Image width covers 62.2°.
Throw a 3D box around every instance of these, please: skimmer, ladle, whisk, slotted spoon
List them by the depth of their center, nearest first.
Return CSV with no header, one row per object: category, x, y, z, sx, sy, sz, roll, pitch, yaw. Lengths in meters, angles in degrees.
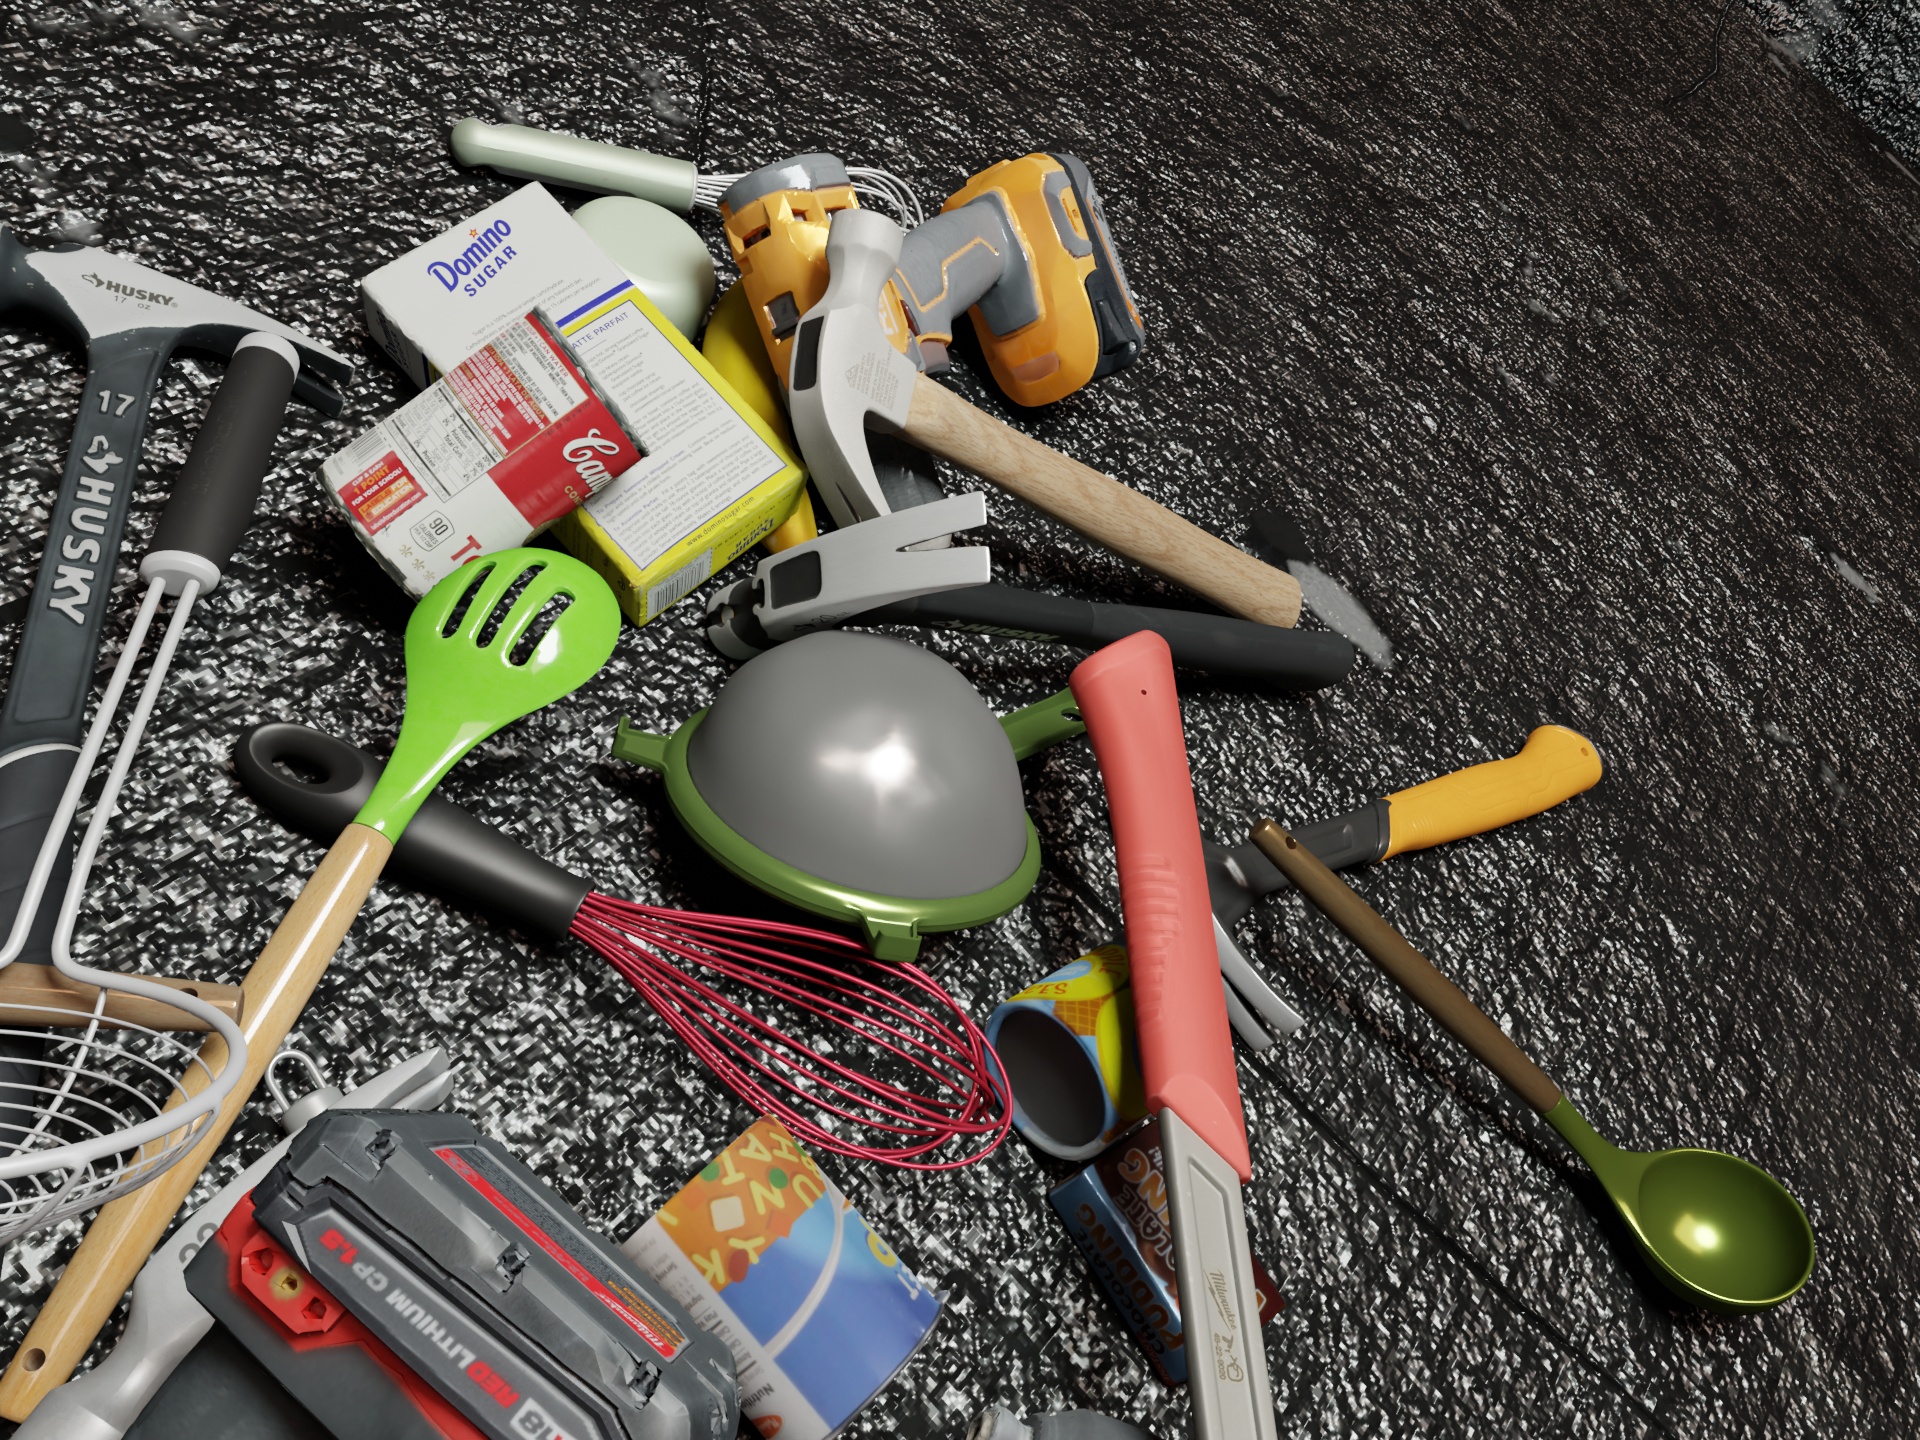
skimmer,-0.237,-0.020,0.445,0.127,0.090,0.364,8,47,-13
slotted spoon,-0.194,0.058,0.494,0.070,0.031,0.314,19,58,6
whisk,-0.114,0.075,0.550,0.296,0.073,0.073,27,47,-4
ladle,0.250,0.147,0.698,0.320,0.062,0.078,43,47,-9
whisk,-0.130,-0.266,0.802,0.246,0.059,0.058,3,19,-26

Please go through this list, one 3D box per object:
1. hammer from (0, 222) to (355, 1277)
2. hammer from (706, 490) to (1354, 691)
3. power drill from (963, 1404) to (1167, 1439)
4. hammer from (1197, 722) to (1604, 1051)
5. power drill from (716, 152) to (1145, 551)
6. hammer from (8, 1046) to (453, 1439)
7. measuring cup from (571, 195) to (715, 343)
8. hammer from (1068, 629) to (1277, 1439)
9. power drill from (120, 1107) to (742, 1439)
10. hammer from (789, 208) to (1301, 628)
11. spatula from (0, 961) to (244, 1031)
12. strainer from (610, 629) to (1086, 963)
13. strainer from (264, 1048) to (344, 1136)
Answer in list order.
hammer,-0.287,0.000,0.507,0.149,0.036,0.409,11,53,-28
hammer,0.066,-0.044,0.716,0.334,0.146,0.035,5,76,-40
power drill,0.047,0.319,0.455,0.164,0.084,0.227,33,42,-4
hammer,0.226,0.057,0.793,0.336,0.034,0.127,-12,64,-38
power drill,-0.002,-0.181,0.771,0.226,0.084,0.185,-27,100,-48
hammer,-0.035,0.233,0.408,0.405,0.035,0.144,28,58,8
measuring cup,-0.147,-0.175,0.722,0.083,0.038,0.168,11,51,-26
hammer,0.088,0.115,0.563,0.149,0.036,0.359,14,48,-19
power drill,-0.144,0.219,0.340,0.188,0.080,0.227,38,79,8
hammer,0.055,-0.102,0.742,0.331,0.031,0.130,21,75,-40
spatula,-0.352,0.059,0.403,0.315,0.018,0.060,8,53,-15
strainer,-0.001,-0.002,0.642,0.152,0.069,0.256,34,30,25
strainer,-0.132,0.200,0.456,0.087,0.050,0.258,-31,74,-29
